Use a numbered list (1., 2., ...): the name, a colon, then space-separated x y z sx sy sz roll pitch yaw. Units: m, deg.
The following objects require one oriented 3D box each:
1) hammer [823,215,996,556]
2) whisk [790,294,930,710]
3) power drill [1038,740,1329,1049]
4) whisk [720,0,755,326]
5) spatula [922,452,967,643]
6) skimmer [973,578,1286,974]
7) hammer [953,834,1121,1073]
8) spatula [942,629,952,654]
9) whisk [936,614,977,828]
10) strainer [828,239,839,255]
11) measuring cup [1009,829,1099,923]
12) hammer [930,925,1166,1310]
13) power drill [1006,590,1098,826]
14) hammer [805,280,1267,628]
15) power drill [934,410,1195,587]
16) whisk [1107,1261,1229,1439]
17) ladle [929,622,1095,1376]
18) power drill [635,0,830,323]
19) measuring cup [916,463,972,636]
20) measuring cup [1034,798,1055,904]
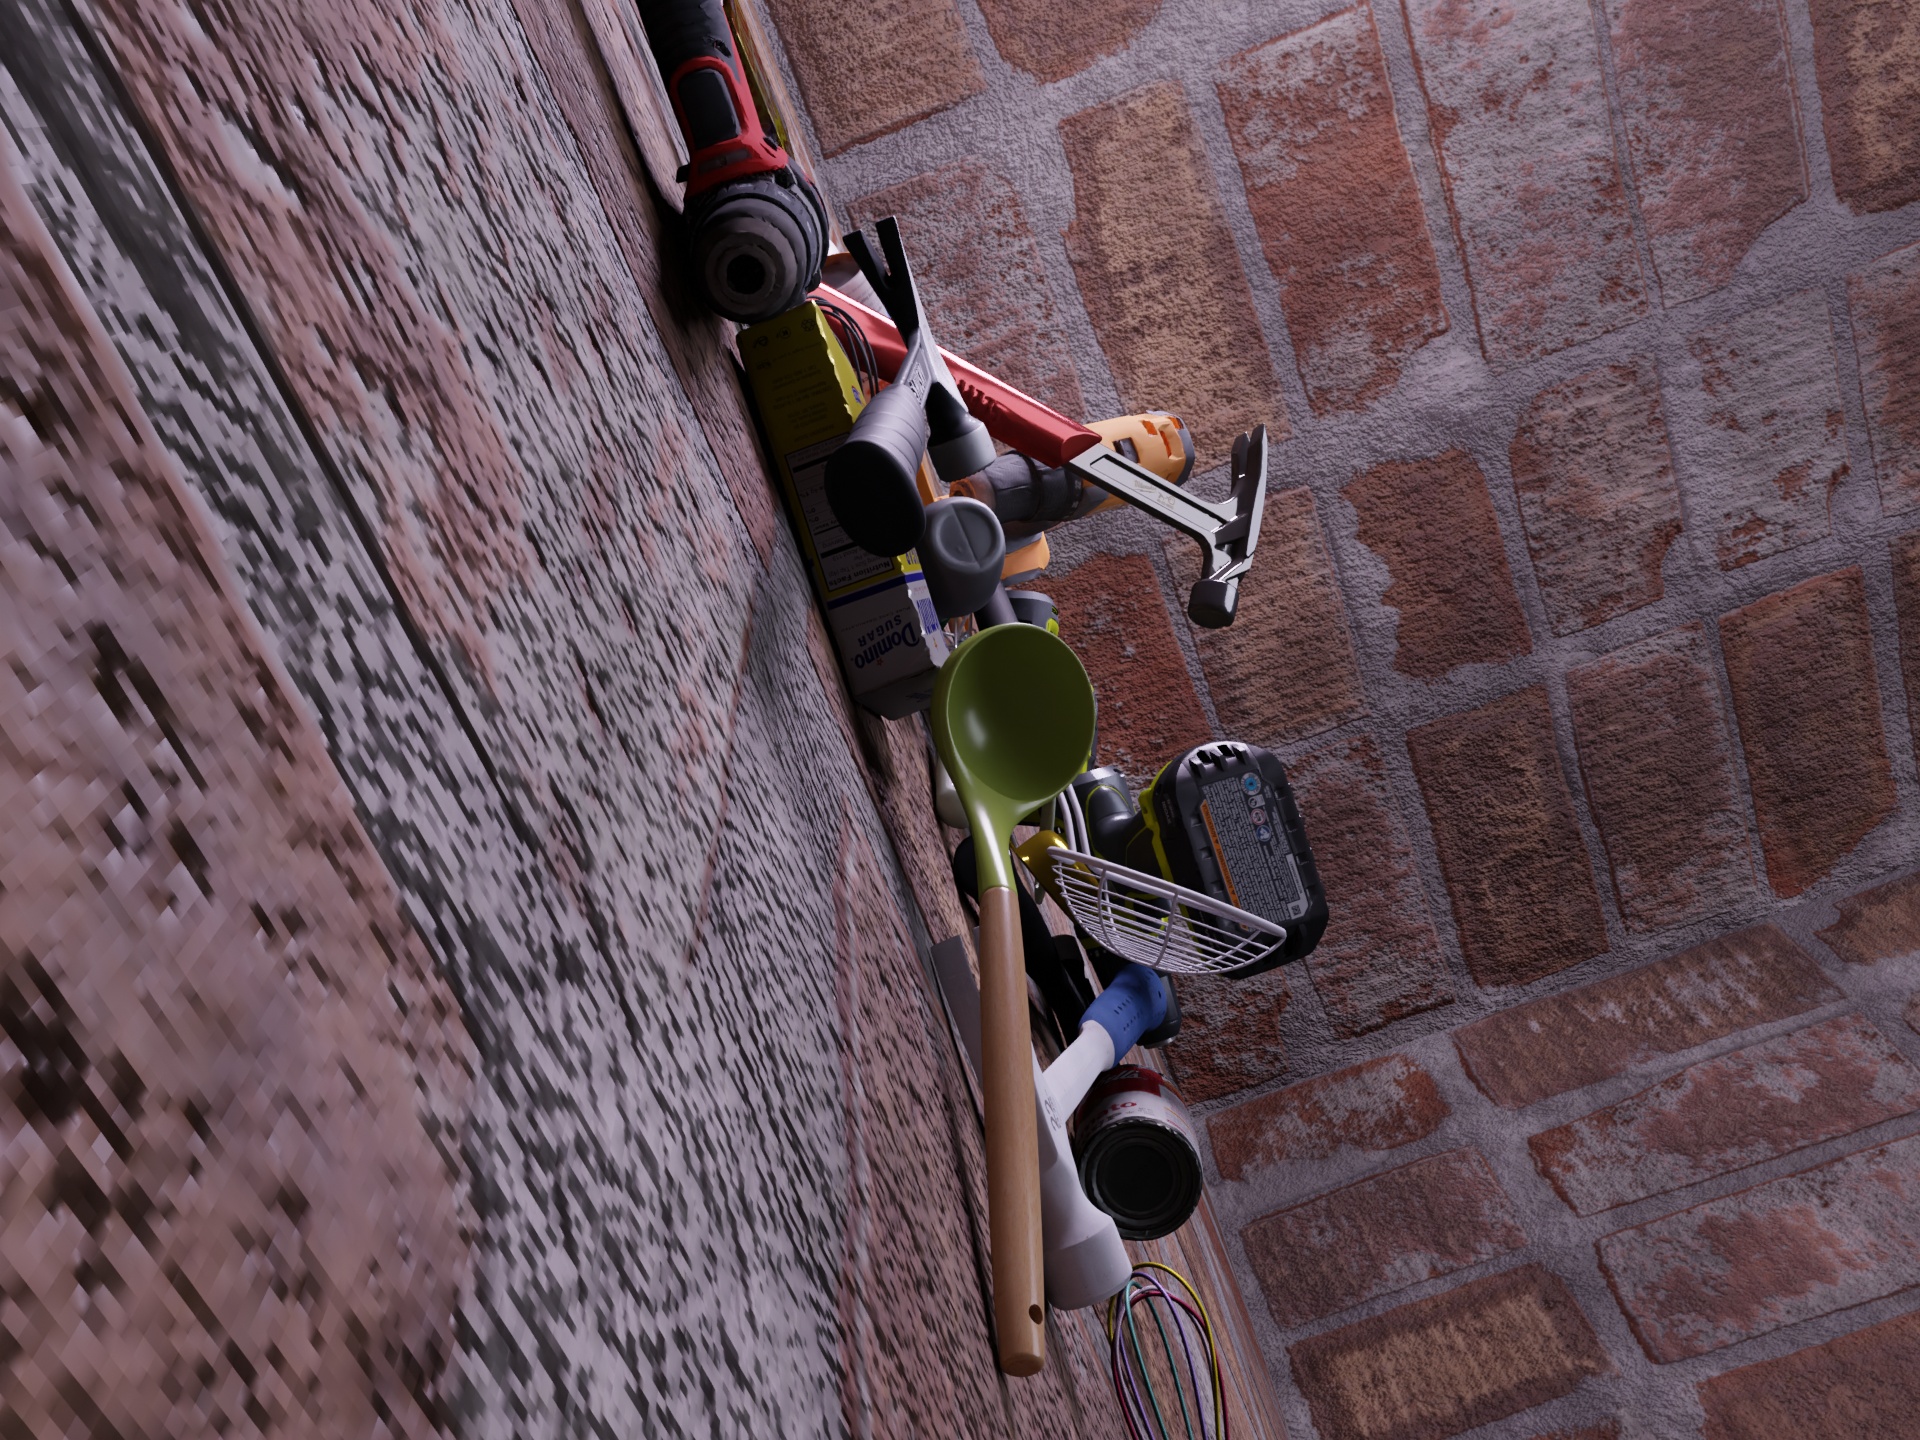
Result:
1. hammer: -0.026 -0.146 0.720 0.409 0.036 0.149 -86 154 -71
2. whisk: -0.050 -0.115 0.864 0.055 0.055 0.238 -99 172 -71
3. power drill: 0.134 0.113 1.012 0.228 0.080 0.190 -32 -106 67
4. whisk: -0.129 -0.327 0.796 0.070 0.070 0.285 31 44 -84
5. spatula: 0.004 -0.103 1.373 0.082 0.044 0.317 -80 158 -64
6. skimmer: 0.071 -0.002 0.905 0.127 0.090 0.364 23 33 -37
7. hammer: 0.051 0.150 0.946 0.334 0.035 0.146 62 8 -60
8. spatula: -0.003 -0.018 1.085 0.316 0.018 0.059 -109 -140 -65
9. whisk: -0.001 -0.003 0.939 0.246 0.057 0.059 -92 -161 -65
10. strainer: -0.126 -0.342 1.010 0.087 0.050 0.258 52 -6 43
11. measuring cup: 0.039 0.066 0.987 0.062 0.029 0.157 53 -1 -41
12. hammer: 0.065 0.156 0.786 0.405 0.035 0.144 11 58 -77
13. power drill: 0.055 0.010 1.260 0.223 0.080 0.171 48 46 -72
14. hammer: 0.045 -0.190 0.985 0.358 0.037 0.149 24 67 -26
15. power drill: 0.032 -0.146 1.125 0.226 0.185 0.084 -23 -93 56
16. whisk: 0.108 0.351 0.662 0.051 0.047 0.245 64 10 -65
17. ladle: 0.023 0.078 0.577 0.078 0.062 0.320 34 31 -26
18. power drill: -0.109 -0.268 0.627 0.188 0.080 0.226 -101 173 -65
19. measuring cup: -0.035 -0.113 1.017 0.095 0.052 0.173 -106 179 -51
20. measuring cup: 0.042 0.034 1.021 0.083 0.038 0.167 175 -81 -73
